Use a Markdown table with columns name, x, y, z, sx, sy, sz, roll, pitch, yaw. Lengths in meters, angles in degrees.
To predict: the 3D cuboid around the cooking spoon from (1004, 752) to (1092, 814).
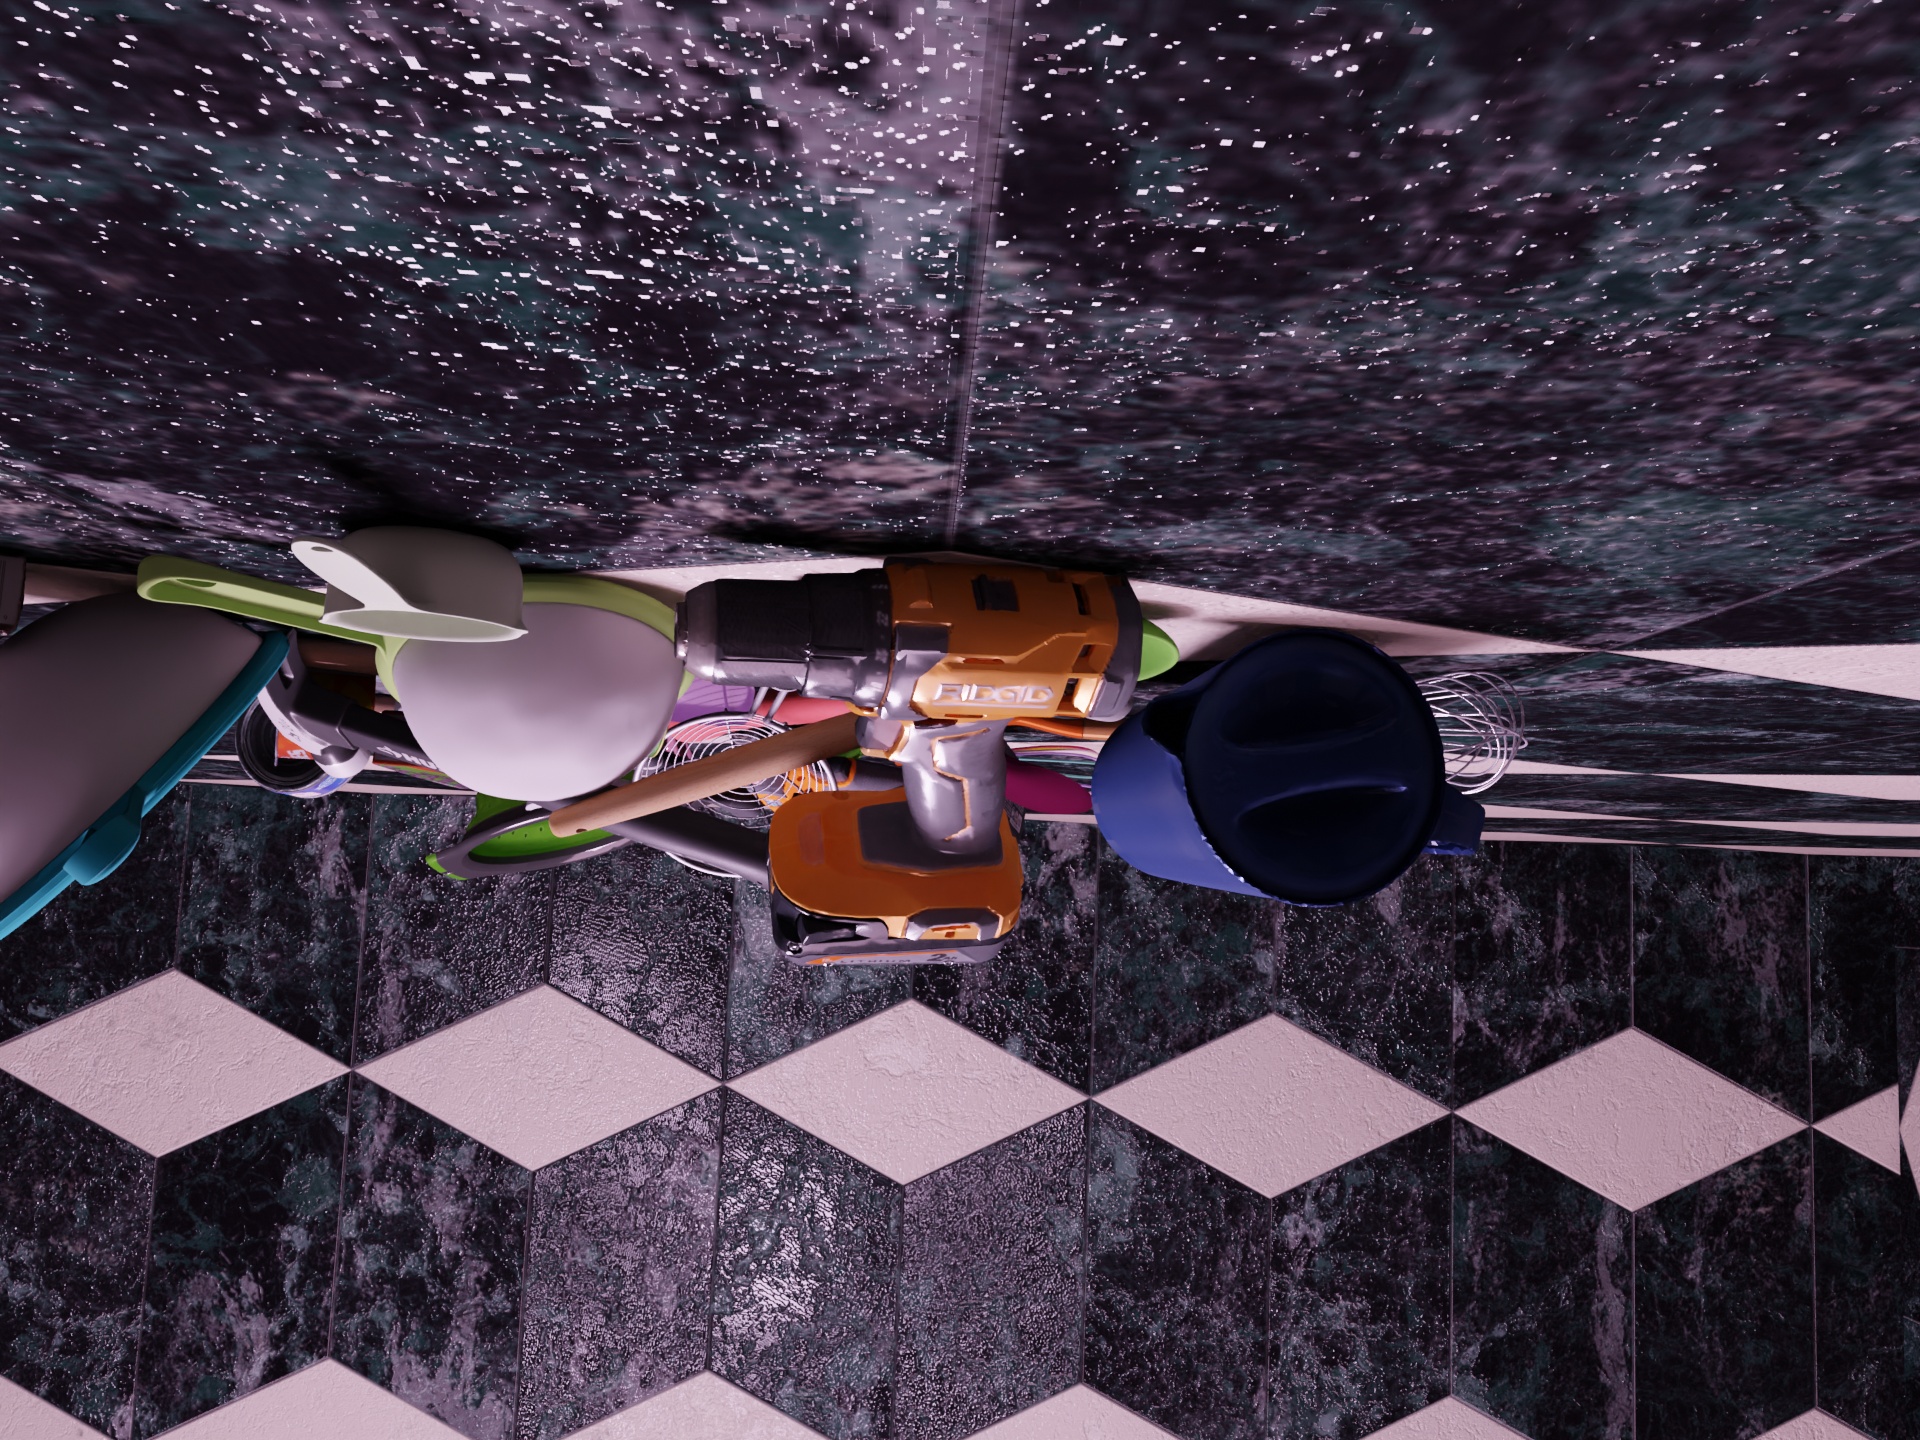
| name | x | y | z | sx | sy | sz | roll | pitch | yaw |
| --- | --- | --- | --- | --- | --- | --- | --- | --- | --- |
| cooking spoon | 0.009 | 0.015 | 0.887 | 0.069 | 0.017 | 0.318 | 6 | 166 | 23 |

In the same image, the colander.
| name | x | y | z | sx | sy | sz | roll | pitch | yaw |
| --- | --- | --- | --- | --- | --- | --- | --- | --- | --- |
| colander | -0.286 | 0.043 | 1.441 | 0.397 | 0.094 | 0.204 | -15 | 166 | -5 |

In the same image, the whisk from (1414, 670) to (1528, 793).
| name | x | y | z | sx | sy | sz | roll | pitch | yaw |
| --- | --- | --- | --- | --- | --- | --- | --- | --- | --- |
| whisk | 0.217 | 0.002 | 0.961 | 0.070 | 0.070 | 0.285 | 7 | 178 | -35 |

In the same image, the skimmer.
| name | x | y | z | sx | sy | sz | roll | pitch | yaw |
| --- | --- | --- | --- | --- | --- | --- | --- | --- | --- |
| skimmer | -0.109 | 0.017 | 0.858 | 0.127 | 0.090 | 0.363 | 14 | 165 | -10 |

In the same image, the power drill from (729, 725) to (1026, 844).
| name | x | y | z | sx | sy | sz | roll | pitch | yaw |
| --- | --- | --- | --- | --- | --- | --- | --- | --- | --- |
| power drill | -0.073 | 0.045 | 1.287 | 0.226 | 0.084 | 0.164 | 4 | 159 | 20 |

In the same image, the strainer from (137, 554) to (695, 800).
| name | x | y | z | sx | sy | sz | roll | pitch | yaw |
| --- | --- | --- | --- | --- | --- | --- | --- | --- | --- |
| strainer | -0.235 | -0.014 | 0.716 | 0.256 | 0.069 | 0.151 | 15 | 146 | -42 |

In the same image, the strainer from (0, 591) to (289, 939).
| name | x | y | z | sx | sy | sz | roll | pitch | yaw |
| --- | --- | --- | --- | --- | --- | --- | --- | --- | --- |
| strainer | -0.412 | 0.010 | 0.720 | 0.095 | 0.211 | 0.340 | 48 | 164 | -22 |

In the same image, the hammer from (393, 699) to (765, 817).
| name | x | y | z | sx | sy | sz | roll | pitch | yaw |
| --- | --- | --- | --- | --- | --- | --- | --- | --- | --- |
| hammer | -0.258 | 0.025 | 1.211 | 0.149 | 0.036 | 0.408 | 2 | 167 | 20 |

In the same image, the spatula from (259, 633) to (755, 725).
| name | x | y | z | sx | sy | sz | roll | pitch | yaw |
| --- | --- | --- | --- | --- | --- | --- | --- | --- | --- |
| spatula | -0.282 | -0.030 | 0.956 | 0.316 | 0.018 | 0.059 | 6 | 138 | -11 |

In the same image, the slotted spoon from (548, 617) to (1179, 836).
| name | x | y | z | sx | sy | sz | roll | pitch | yaw |
| --- | --- | --- | --- | --- | --- | --- | --- | --- | --- |
| slotted spoon | -0.051 | 0.003 | 0.759 | 0.314 | 0.031 | 0.070 | -18 | 157 | 6 |

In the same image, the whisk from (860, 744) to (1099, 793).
| name | x | y | z | sx | sy | sz | roll | pitch | yaw |
| --- | --- | --- | --- | --- | --- | --- | --- | --- | --- |
| whisk | 0.031 | 0.037 | 1.396 | 0.245 | 0.047 | 0.051 | 8 | 174 | -18 |

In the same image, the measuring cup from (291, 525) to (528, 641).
| name | x | y | z | sx | sy | sz | roll | pitch | yaw |
| --- | --- | --- | --- | --- | --- | --- | --- | --- | --- |
| measuring cup | -0.213 | -0.061 | 0.596 | 0.083 | 0.038 | 0.167 | 3 | 172 | -2 |

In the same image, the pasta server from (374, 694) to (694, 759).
| name | x | y | z | sx | sy | sz | roll | pitch | yaw |
| --- | --- | --- | --- | --- | --- | --- | --- | --- | --- |
| pasta server | -0.367 | 0.006 | 1.280 | 0.316 | 0.040 | 0.060 | 7 | 160 | -28 |

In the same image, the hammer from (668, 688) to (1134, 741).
| name | x | y | z | sx | sy | sz | roll | pitch | yaw |
| --- | --- | --- | --- | --- | --- | --- | --- | --- | --- |
| hammer | -0.075 | -0.013 | 0.988 | 0.359 | 0.037 | 0.149 | -4 | 171 | 44 |

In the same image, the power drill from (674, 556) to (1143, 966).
| name | x | y | z | sx | sy | sz | roll | pitch | yaw |
| --- | --- | --- | --- | --- | --- | --- | --- | --- | --- |
| power drill | -0.037 | 0.019 | 0.696 | 0.185 | 0.084 | 0.226 | 2 | 140 | -15 |

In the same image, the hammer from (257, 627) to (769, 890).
| name | x | y | z | sx | sy | sz | roll | pitch | yaw |
| --- | --- | --- | --- | --- | --- | --- | --- | --- | --- |
| hammer | -0.247 | 0.034 | 0.915 | 0.335 | 0.035 | 0.146 | 17 | 155 | 9 |

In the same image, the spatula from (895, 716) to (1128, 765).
| name | x | y | z | sx | sy | sz | roll | pitch | yaw |
| --- | --- | --- | --- | --- | --- | --- | --- | --- | --- |
| spatula | 0.114 | 0.016 | 1.170 | 0.322 | 0.041 | 0.081 | 2 | 173 | -2 |

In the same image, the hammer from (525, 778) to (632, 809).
| name | x | y | z | sx | sy | sz | roll | pitch | yaw |
| --- | --- | --- | --- | --- | --- | --- | --- | --- | --- |
| hammer | -0.182 | 0.101 | 1.350 | 0.144 | 0.035 | 0.405 | 5 | 169 | 41 |
